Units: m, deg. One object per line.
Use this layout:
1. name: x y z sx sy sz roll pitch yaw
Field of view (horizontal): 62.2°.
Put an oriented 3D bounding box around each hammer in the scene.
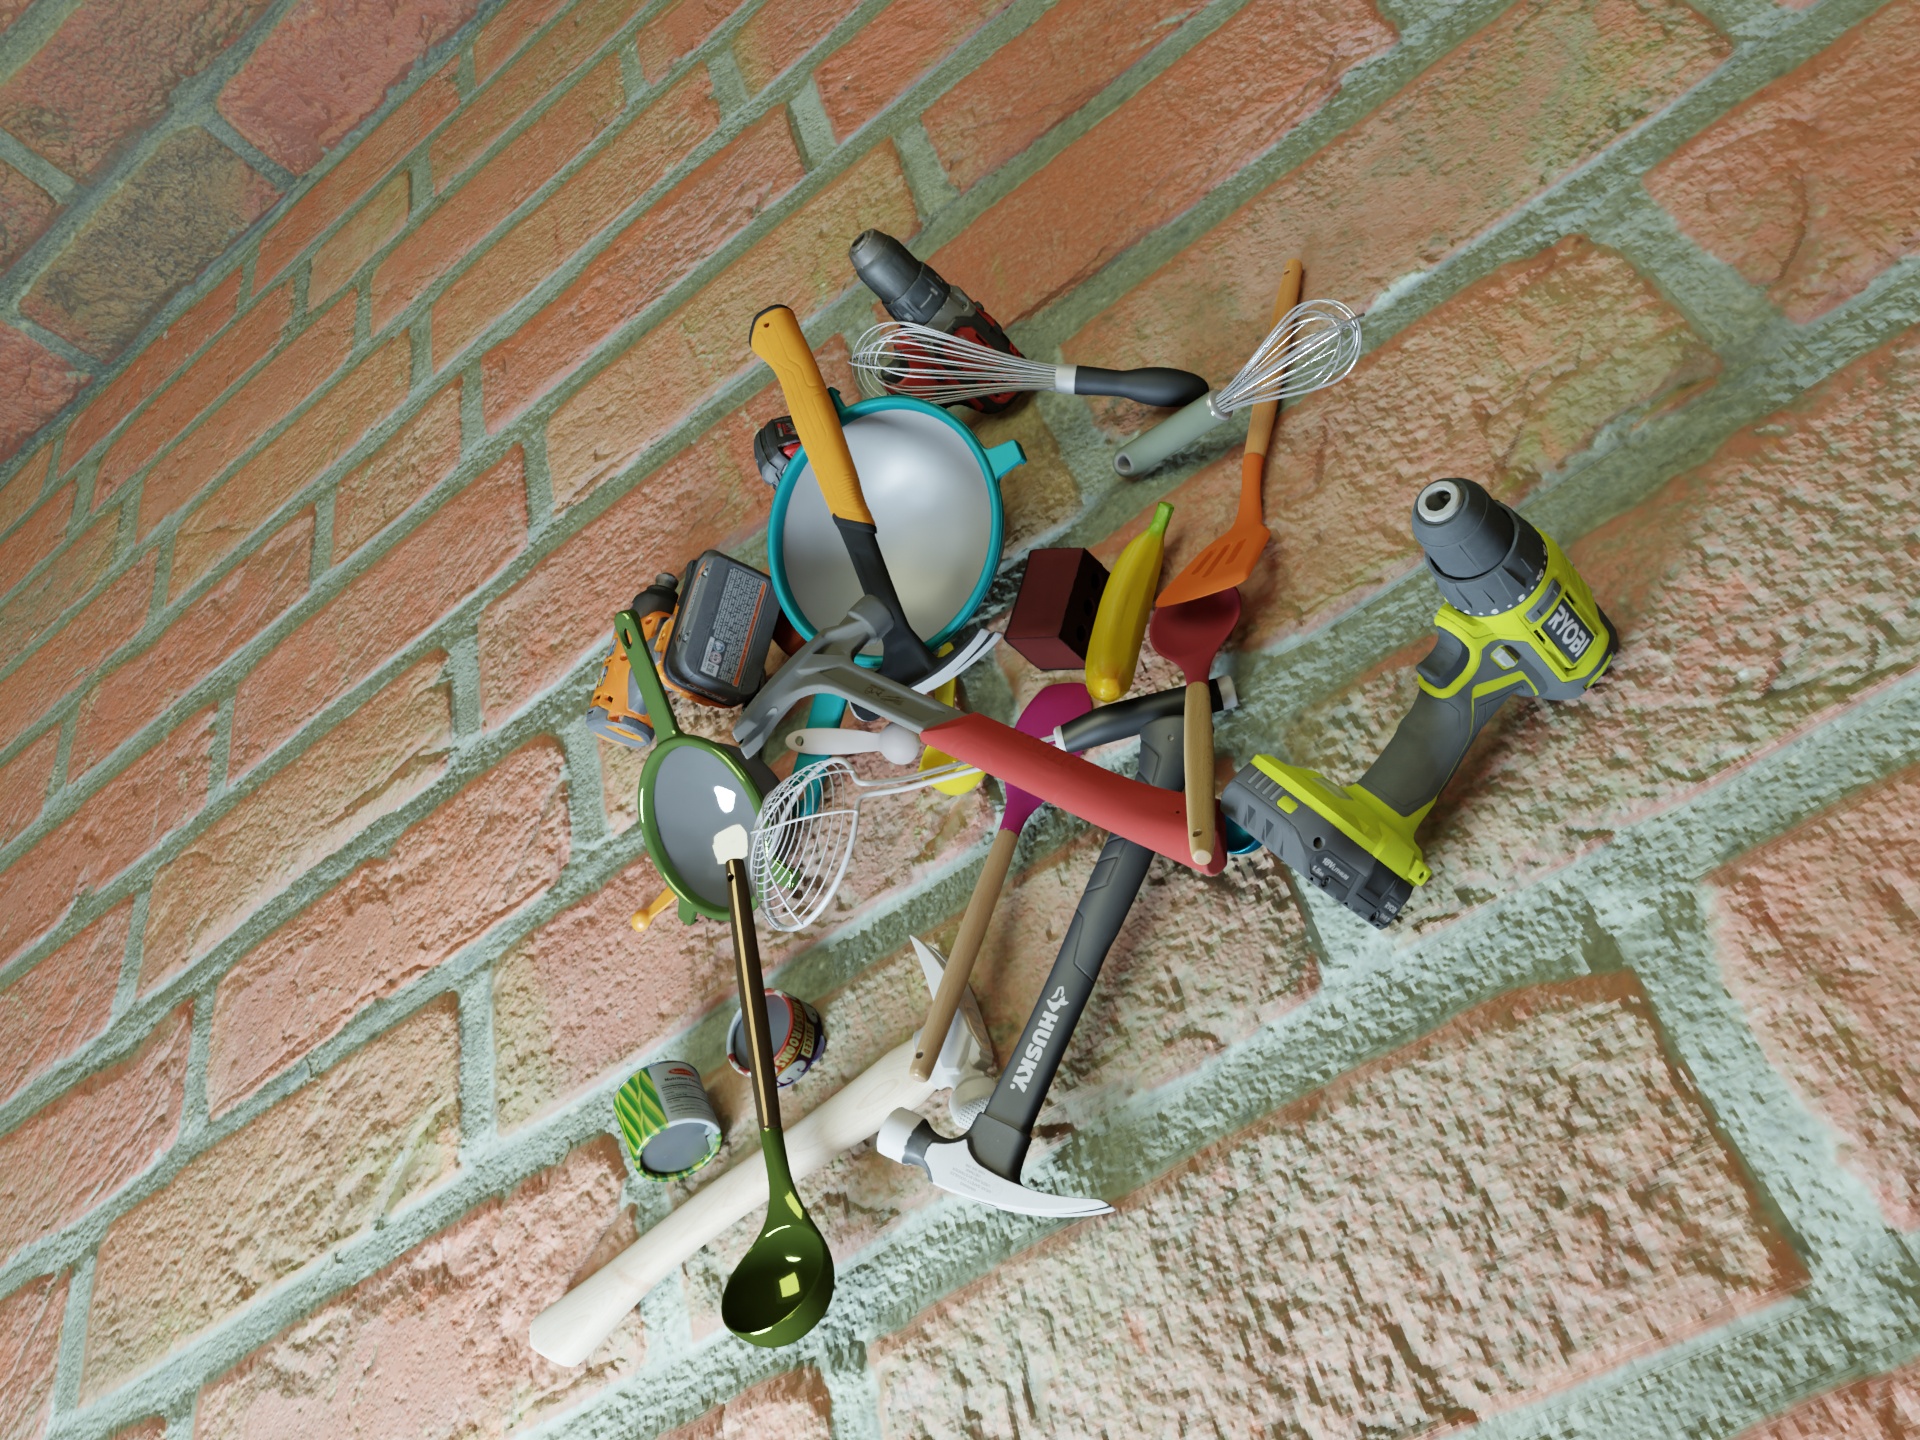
1. hammer: -0.083 -0.175 1.213 0.127 0.034 0.337 -29 74 25
2. hammer: 0.083 0.145 0.994 0.146 0.035 0.335 20 74 24
3. hammer: -0.148 0.315 1.105 0.410 0.038 0.146 -38 43 14
4. hammer: 0.015 0.024 1.039 0.359 0.036 0.149 25 62 36

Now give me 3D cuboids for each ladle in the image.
1. ladle: -0.135 0.241 1.044 0.078 0.062 0.320 -21 67 24
2. ladle: 0.150 -0.007 0.998 0.069 0.031 0.316 -24 25 21

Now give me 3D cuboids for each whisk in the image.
1. whisk: 0.192 -0.230 1.136 0.059 0.058 0.246 -32 3 -39
2. whisk: 0.051 -0.270 1.241 0.284 0.070 0.070 7 63 9

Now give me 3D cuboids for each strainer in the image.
1. strainer: -0.061 -0.084 1.270 0.211 0.095 0.340 21 98 28
2. strainer: -0.201 0.028 1.253 0.151 0.069 0.256 -24 87 42

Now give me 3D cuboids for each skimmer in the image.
1. skimmer: 0.018 0.049 1.104 0.363 0.090 0.127 -16 45 6

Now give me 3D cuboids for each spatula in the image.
1. spatula: 0.212 -0.214 1.153 0.081 0.041 0.323 -14 52 47

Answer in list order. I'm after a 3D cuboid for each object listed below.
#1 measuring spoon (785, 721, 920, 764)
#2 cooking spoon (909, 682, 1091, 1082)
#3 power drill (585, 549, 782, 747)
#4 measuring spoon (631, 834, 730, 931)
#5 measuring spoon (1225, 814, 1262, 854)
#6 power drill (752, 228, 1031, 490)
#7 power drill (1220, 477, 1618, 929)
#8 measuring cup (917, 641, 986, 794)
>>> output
1. measuring spoon: -0.087 0.016 1.216 0.124 0.018 0.034 0 90 31
2. cooking spoon: 0.025 0.100 1.088 0.069 0.017 0.319 -4 51 37
3. power drill: -0.242 -0.073 1.378 0.226 0.084 0.164 -17 55 54
4. measuring spoon: -0.232 0.131 1.315 0.117 0.011 0.021 -44 44 8
5. measuring spoon: 0.154 0.066 1.037 0.129 0.021 0.042 3 70 51
6. power drill: -0.075 -0.280 1.334 0.226 0.187 0.080 -42 31 15
7. power drill: 0.252 -0.011 0.880 0.228 0.190 0.080 -53 44 5
8. measuring cup: -0.002 -0.004 1.209 0.062 0.029 0.157 -37 32 27
